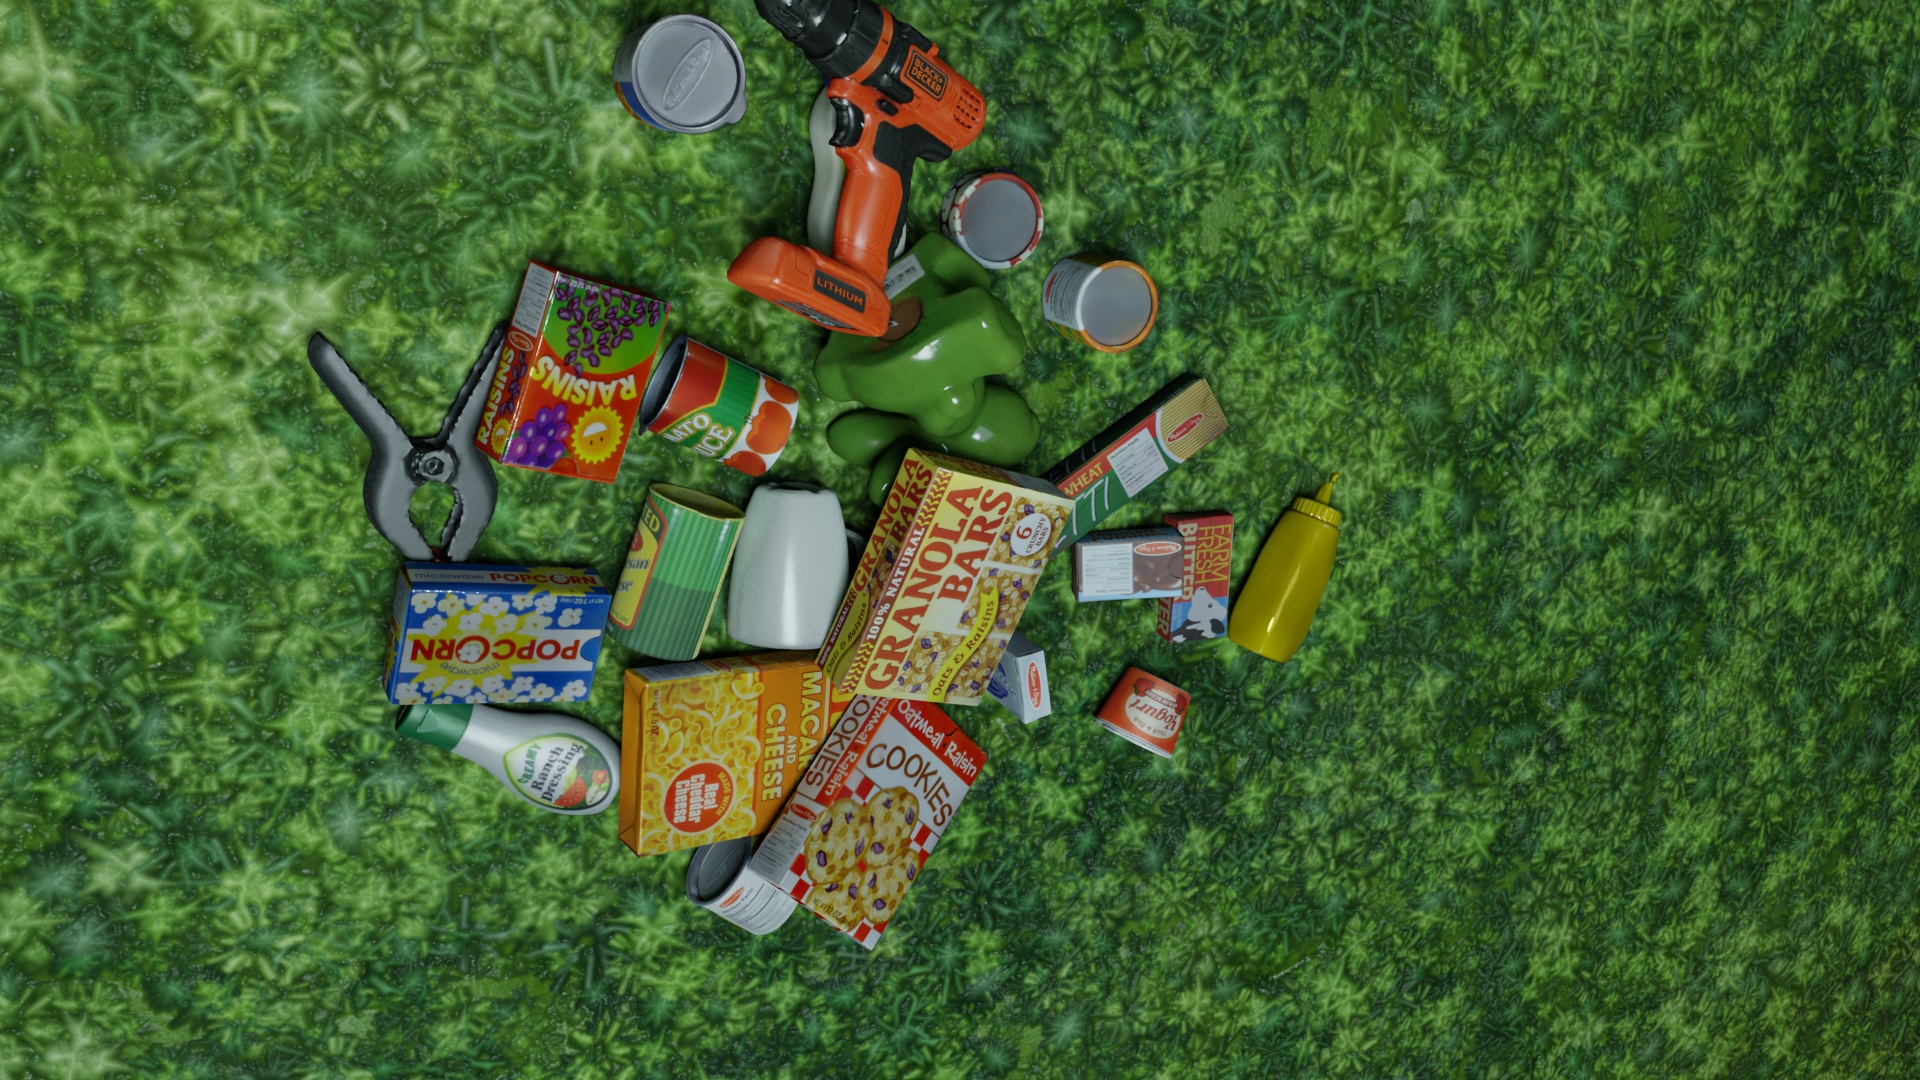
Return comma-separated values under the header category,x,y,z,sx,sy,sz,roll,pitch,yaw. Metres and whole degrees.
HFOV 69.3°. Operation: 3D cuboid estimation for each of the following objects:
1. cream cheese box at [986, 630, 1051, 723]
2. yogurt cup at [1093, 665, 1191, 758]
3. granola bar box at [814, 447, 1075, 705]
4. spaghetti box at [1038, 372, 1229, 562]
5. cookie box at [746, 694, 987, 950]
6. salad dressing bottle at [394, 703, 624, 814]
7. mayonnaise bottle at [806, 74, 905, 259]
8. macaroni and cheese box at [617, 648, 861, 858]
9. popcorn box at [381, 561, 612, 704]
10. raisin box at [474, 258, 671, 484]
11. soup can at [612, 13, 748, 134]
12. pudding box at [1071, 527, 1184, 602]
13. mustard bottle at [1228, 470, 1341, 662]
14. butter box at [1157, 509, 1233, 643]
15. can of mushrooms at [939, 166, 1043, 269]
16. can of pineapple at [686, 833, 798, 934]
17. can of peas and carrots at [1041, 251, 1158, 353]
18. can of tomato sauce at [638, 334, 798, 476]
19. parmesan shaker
category,x,y,z,sx,sy,sz,roll,pitch,yaw
cream cheese box,0.030,0.089,1.015,0.024,0.104,0.053,-16,112,-21
yogurt cup,0.147,0.134,1.099,0.072,0.072,0.054,28,86,-26
granola bar box,-0.010,0.027,0.932,0.124,0.039,0.165,11,110,-40
spaghetti box,0.090,-0.036,1.043,0.250,0.029,0.050,-36,115,-9
cookie box,-0.062,0.194,1.002,0.168,0.040,0.122,-57,136,-18
salad dressing bottle,-0.300,0.137,0.930,0.147,0.044,0.064,28,94,-26
mayonnaise bottle,-0.069,-0.257,0.905,0.065,0.041,0.147,-10,110,-27
macaroni and cheese box,-0.152,0.143,0.971,0.167,0.040,0.123,-4,105,-36
popcorn box,-0.298,0.060,0.891,0.127,0.038,0.085,3,116,-33
raisin box,-0.241,-0.103,0.868,0.086,0.040,0.123,9,104,-51
soup can,-0.169,-0.278,0.836,0.071,0.084,0.071,-7,109,-20
pudding box,0.128,0.019,1.062,0.084,0.030,0.049,-3,107,-2
mustard bottle,0.270,0.017,1.119,0.065,0.049,0.160,24,90,-48
butter box,0.187,0.028,1.104,0.053,0.024,0.103,-6,108,-21
can of mushrooms,0.023,-0.223,0.958,0.071,0.033,0.070,-6,108,-19
can of pineapple,-0.155,0.243,1.007,0.071,0.071,0.057,-50,123,-1
can of peas and carrots,0.102,-0.170,0.991,0.071,0.059,0.070,-7,109,-20
can of tomato sauce,-0.158,-0.085,0.907,0.083,0.071,0.071,24,96,-27
parmesan shaker,-0.190,0.022,0.924,0.071,0.071,0.103,16,99,-25
